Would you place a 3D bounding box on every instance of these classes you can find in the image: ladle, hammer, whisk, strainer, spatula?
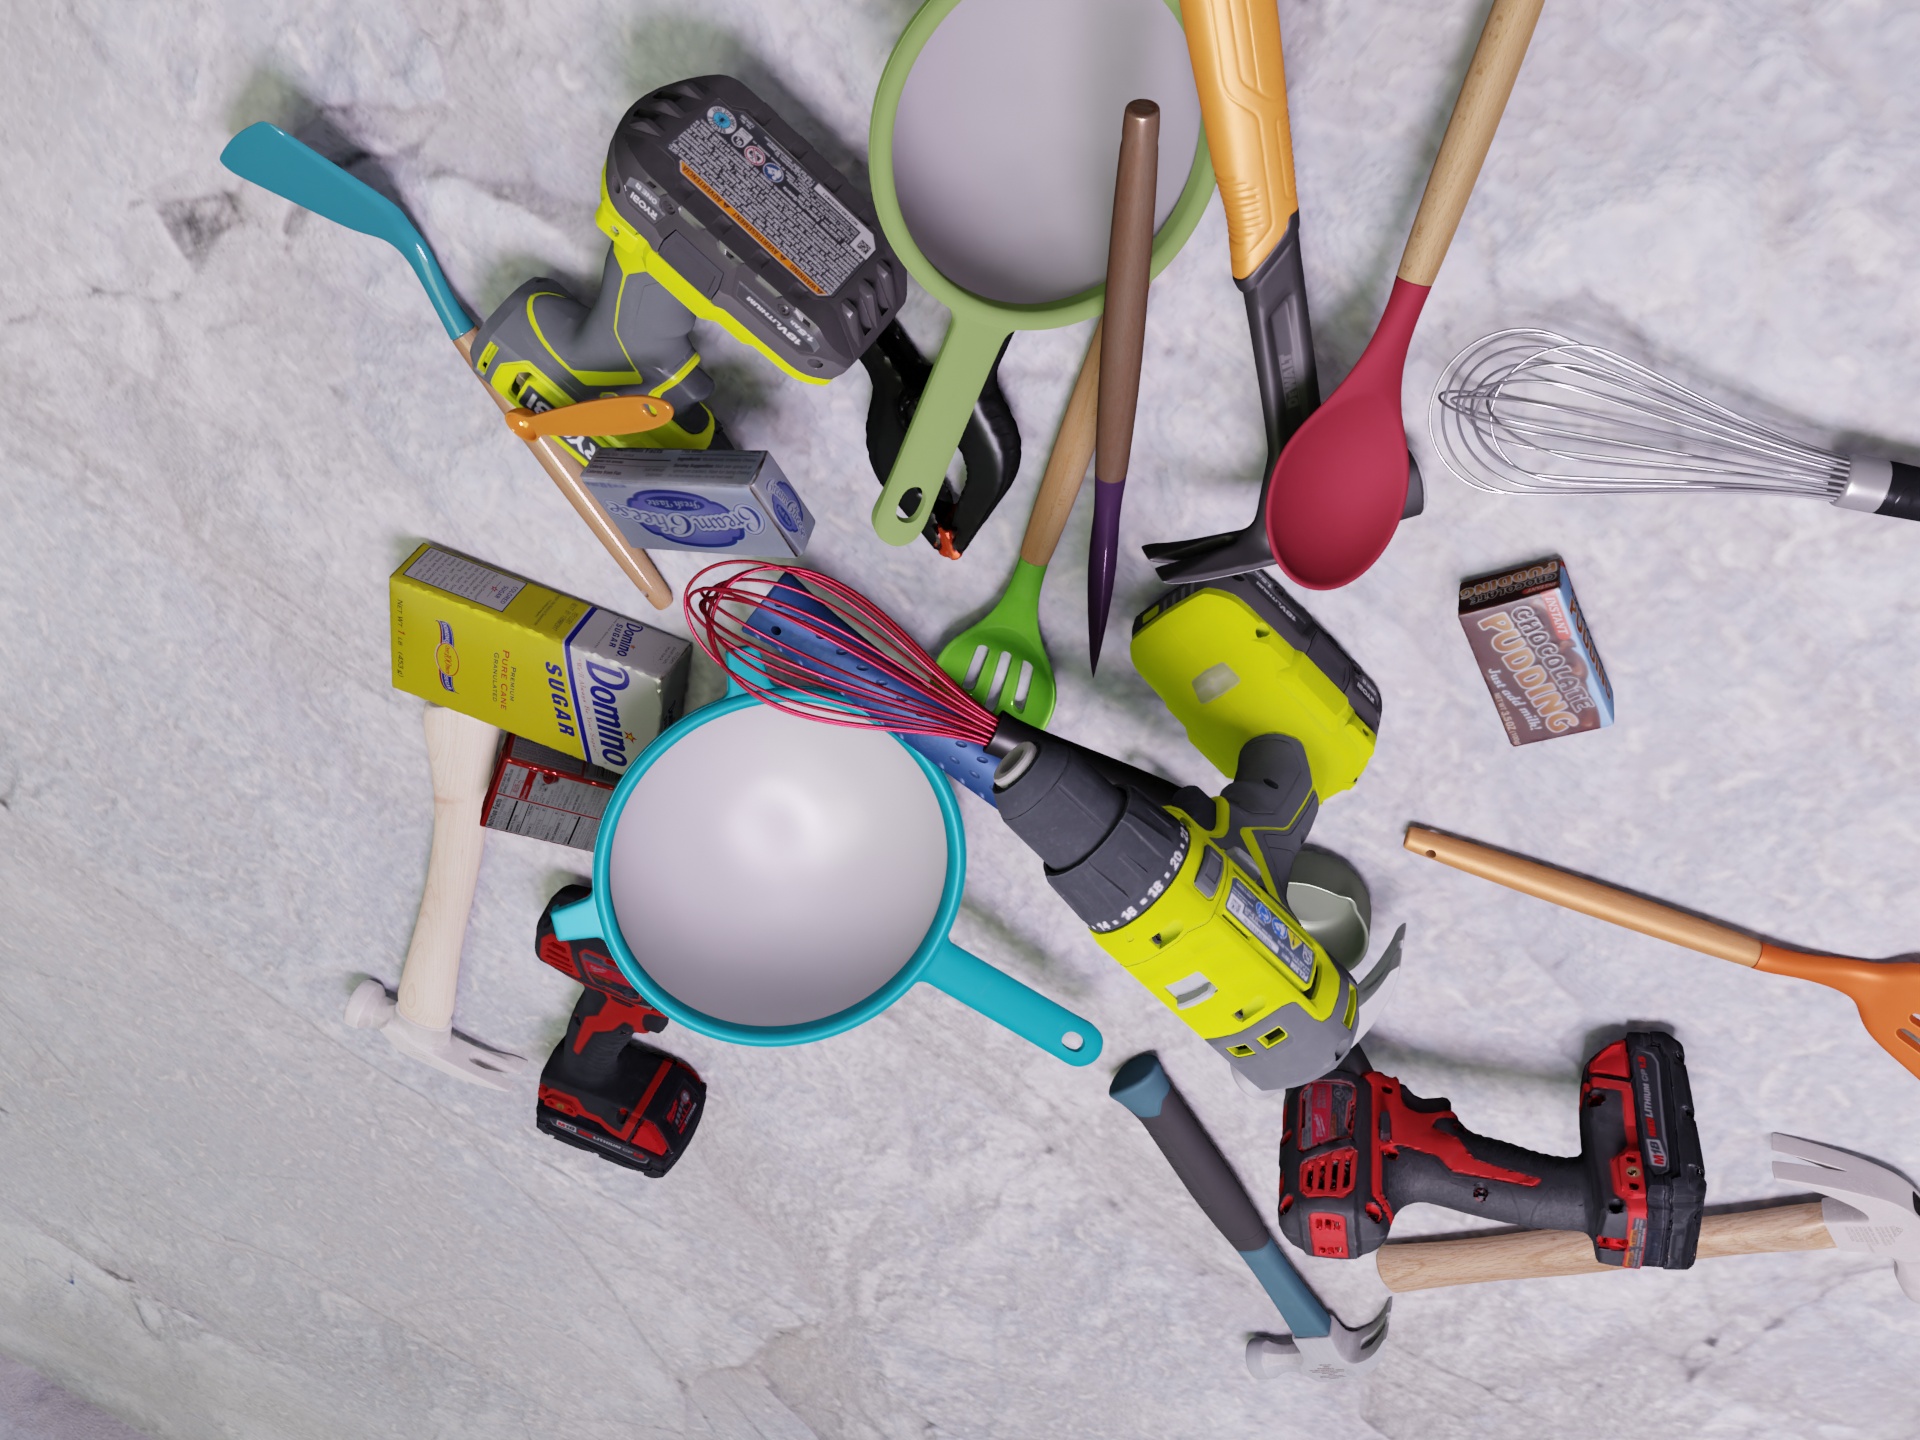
[{"bbox_3d":[0.185,-0.196,0.617,0.069,0.031,0.315,1,122,-23],"label":"ladle"},{"bbox_3d":[0.109,-0.208,0.629,0.127,0.034,0.336,-17,126,0],"label":"hammer"},{"bbox_3d":[0.336,-0.103,0.654,0.284,0.070,0.070,13,132,6],"label":"whisk"},{"bbox_3d":[-0.359,0.129,1.142,0.146,0.038,0.410,25,132,0],"label":"hammer"},{"bbox_3d":[0.415,0.324,0.986,0.331,0.031,0.130,-20,118,34],"label":"hammer"},{"bbox_3d":[-0.059,0.108,0.952,0.340,0.095,0.211,33,92,-21],"label":"strainer"},{"bbox_3d":[-0.255,-0.177,0.841,0.082,0.044,0.317,3,135,51],"label":"spatula"},{"bbox_3d":[-0.001,-0.003,0.794,0.295,0.073,0.073,25,133,-6],"label":"whisk"},{"bbox_3d":[0.008,-0.197,0.666,0.151,0.069,0.256,9,120,-28],"label":"strainer"},{"bbox_3d":[0.067,-0.125,0.696,0.018,0.060,0.315,3,143,3],"label":"spatula"},{"bbox_3d":[0.194,0.351,1.099,0.128,0.033,0.330,-17,119,33],"label":"hammer"},{"bbox_3d":[0.387,0.119,0.822,0.322,0.041,0.081,19,133,8],"label":"spatula"},{"bbox_3d":[0.059,0.054,0.859,0.405,0.035,0.144,37,130,-7],"label":"hammer"}]

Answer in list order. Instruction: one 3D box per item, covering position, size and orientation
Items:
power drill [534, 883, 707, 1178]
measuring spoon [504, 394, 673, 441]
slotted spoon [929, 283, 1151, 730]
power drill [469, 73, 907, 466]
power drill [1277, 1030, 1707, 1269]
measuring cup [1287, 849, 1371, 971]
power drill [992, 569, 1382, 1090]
[{"bbox_3d":[-0.215,0.228,1.141,0.188,0.080,0.226,20,129,5],"label":"power drill"},{"bbox_3d":[-0.177,-0.146,0.759,0.117,0.011,0.021,2,141,37],"label":"measuring spoon"},{"bbox_3d":[0.046,-0.101,0.792,0.070,0.031,0.313,22,131,4],"label":"slotted spoon"},{"bbox_3d":[-0.125,-0.175,0.748,0.171,0.080,0.223,41,146,-12],"label":"power drill"},{"bbox_3d":[0.292,0.234,0.898,0.220,0.143,0.078,-2,131,16],"label":"power drill"},{"bbox_3d":[0.158,0.079,0.887,0.167,0.038,0.083,39,131,-9],"label":"measuring cup"},{"bbox_3d":[0.112,0.030,0.733,0.190,0.229,0.080,43,131,-15],"label":"power drill"}]
